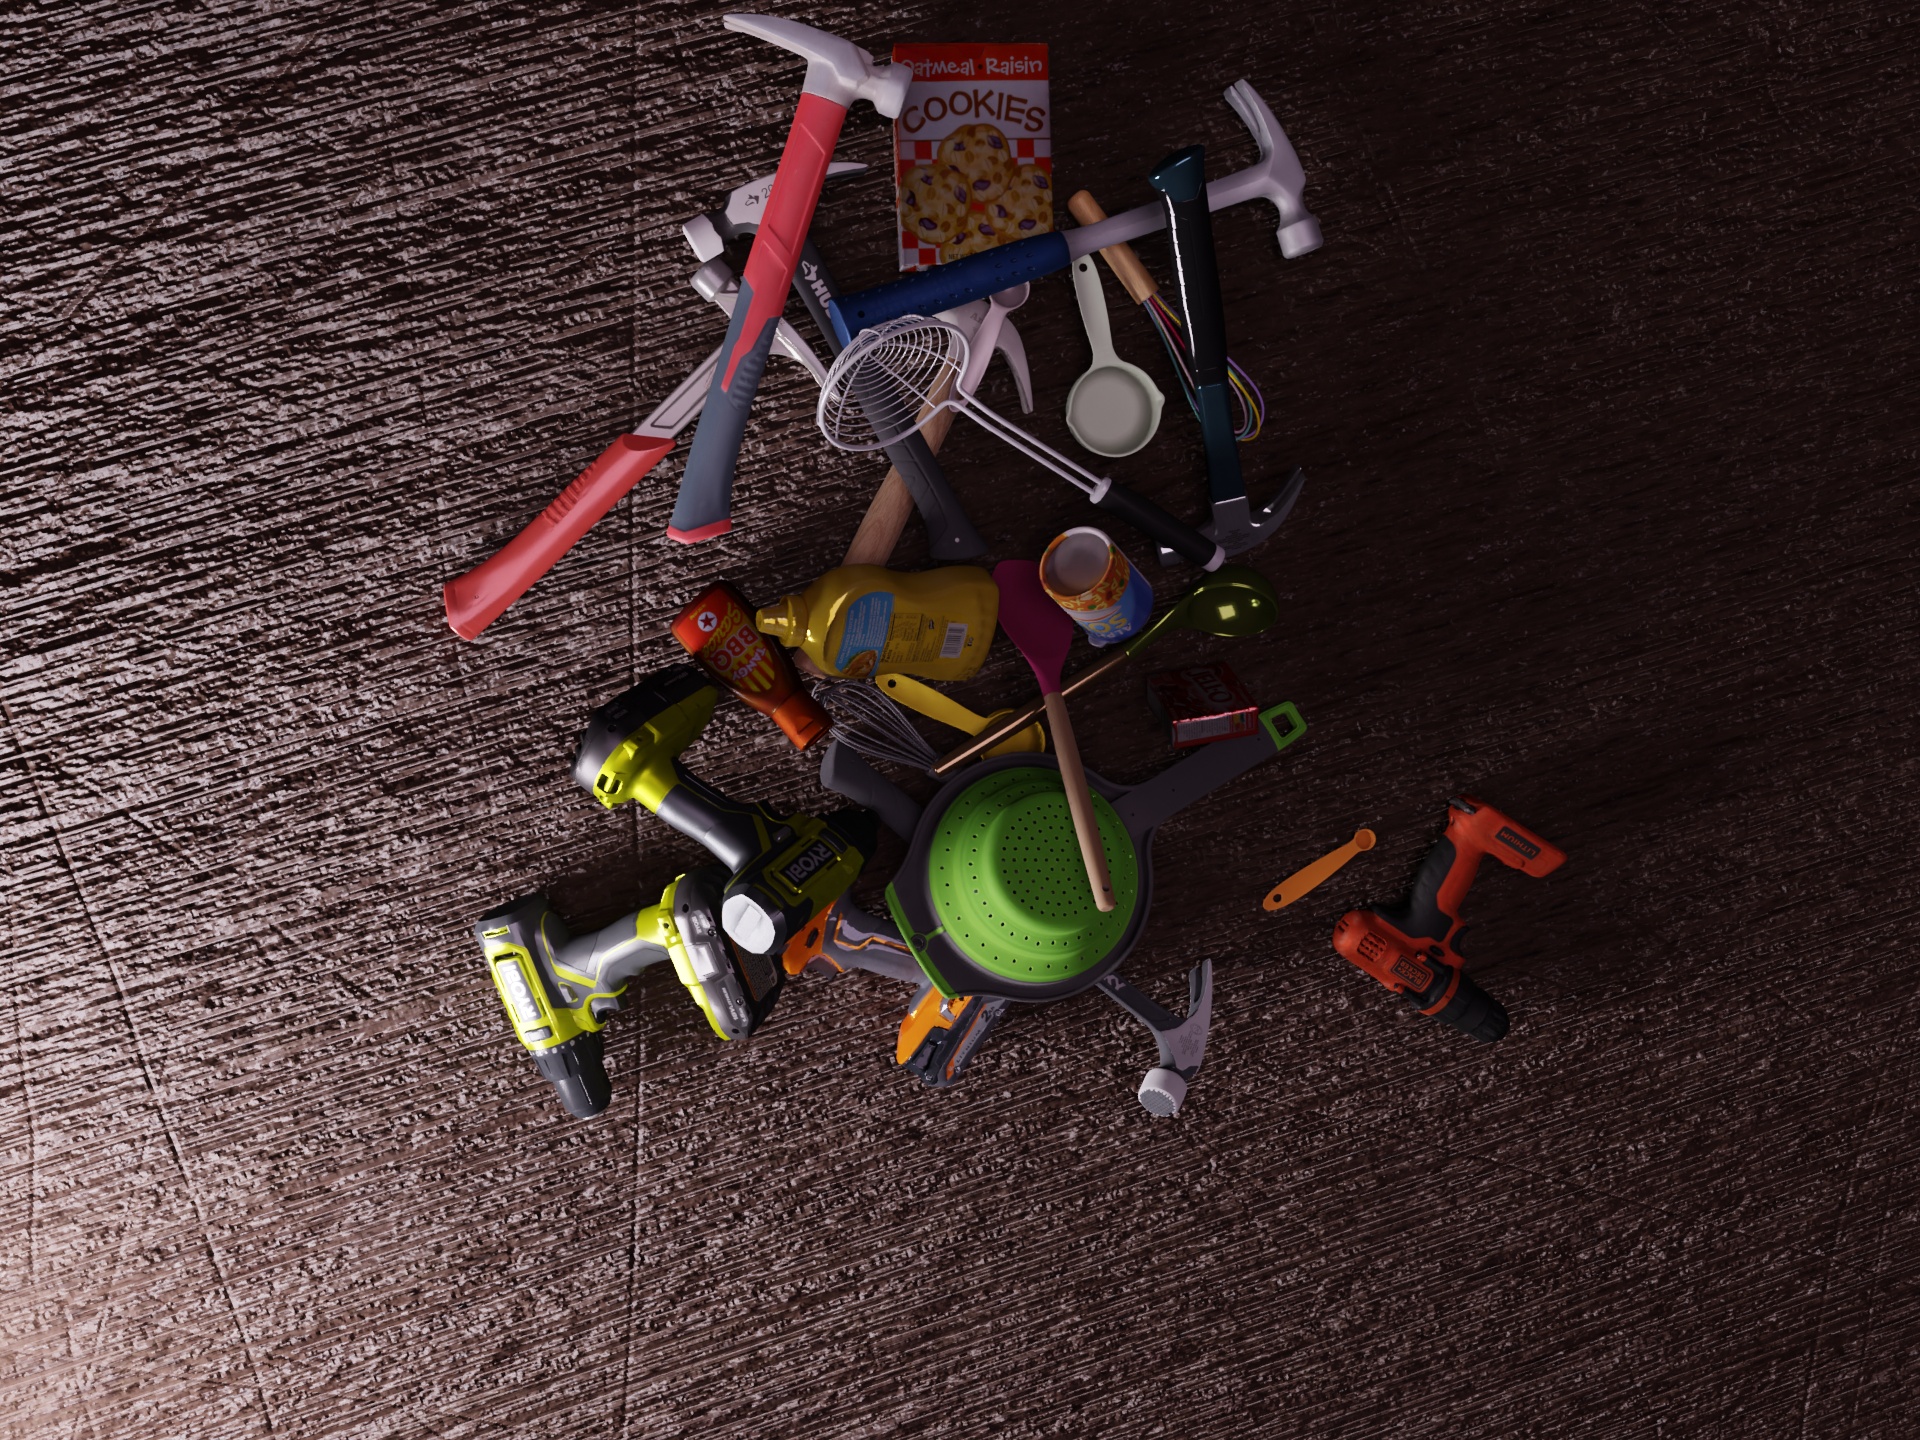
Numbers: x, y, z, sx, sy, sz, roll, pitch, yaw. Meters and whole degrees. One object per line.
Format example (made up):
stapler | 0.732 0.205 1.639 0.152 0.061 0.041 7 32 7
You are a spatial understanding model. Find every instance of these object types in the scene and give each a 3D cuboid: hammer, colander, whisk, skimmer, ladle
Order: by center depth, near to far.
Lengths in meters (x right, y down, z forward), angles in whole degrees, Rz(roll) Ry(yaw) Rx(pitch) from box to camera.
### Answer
hammer | -0.163 -0.322 1.191 0.143 0.038 0.386 18 97 -8
skimmer | 0.060 -0.191 1.223 0.363 0.090 0.127 28 125 -20
hammer | 0.088 -0.377 1.239 0.405 0.035 0.144 -23 98 -14
hammer | -0.069 -0.273 1.247 0.146 0.035 0.334 -30 101 -2
hammer | 0.193 -0.280 1.249 0.128 0.033 0.330 -12 121 5
hammer | -0.267 -0.192 1.268 0.359 0.037 0.149 -44 101 1
colander | 0.133 0.080 1.287 0.397 0.094 0.204 -29 84 -17
hammer | -0.048 -0.186 1.298 0.130 0.031 0.331 26 96 -10
whisk | 0.164 -0.326 1.299 0.051 0.047 0.245 -38 97 2
ladle | 0.120 -0.033 1.313 0.320 0.078 0.062 -32 57 -6
whisk | -0.020 0.034 1.331 0.238 0.055 0.055 31 94 -15
hammer | 0.048 0.152 1.337 0.409 0.149 0.036 39 137 -4

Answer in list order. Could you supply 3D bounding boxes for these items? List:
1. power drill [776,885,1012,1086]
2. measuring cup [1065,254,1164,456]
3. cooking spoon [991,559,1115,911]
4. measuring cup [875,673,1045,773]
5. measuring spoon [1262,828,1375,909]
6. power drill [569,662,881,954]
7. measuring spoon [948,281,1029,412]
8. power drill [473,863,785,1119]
power drill | -0.084 0.210 1.335 0.226 0.084 0.164 34 95 -7
measuring cup | 0.113 -0.298 1.298 0.083 0.038 0.167 -14 99 -4
cooking spoon | 0.078 0.003 1.256 0.068 0.017 0.319 -1 59 -20
measuring cup | -0.002 -0.004 1.333 0.156 0.029 0.062 27 93 -11
measuring spoon | 0.316 0.132 1.406 0.117 0.011 0.021 -35 102 3
power drill | -0.177 0.063 1.244 0.223 0.171 0.080 40 129 9
measuring spoon | 0.018 -0.303 1.266 0.034 0.018 0.124 23 95 -17
power drill | -0.264 0.219 1.287 0.228 0.080 0.190 -16 101 19
